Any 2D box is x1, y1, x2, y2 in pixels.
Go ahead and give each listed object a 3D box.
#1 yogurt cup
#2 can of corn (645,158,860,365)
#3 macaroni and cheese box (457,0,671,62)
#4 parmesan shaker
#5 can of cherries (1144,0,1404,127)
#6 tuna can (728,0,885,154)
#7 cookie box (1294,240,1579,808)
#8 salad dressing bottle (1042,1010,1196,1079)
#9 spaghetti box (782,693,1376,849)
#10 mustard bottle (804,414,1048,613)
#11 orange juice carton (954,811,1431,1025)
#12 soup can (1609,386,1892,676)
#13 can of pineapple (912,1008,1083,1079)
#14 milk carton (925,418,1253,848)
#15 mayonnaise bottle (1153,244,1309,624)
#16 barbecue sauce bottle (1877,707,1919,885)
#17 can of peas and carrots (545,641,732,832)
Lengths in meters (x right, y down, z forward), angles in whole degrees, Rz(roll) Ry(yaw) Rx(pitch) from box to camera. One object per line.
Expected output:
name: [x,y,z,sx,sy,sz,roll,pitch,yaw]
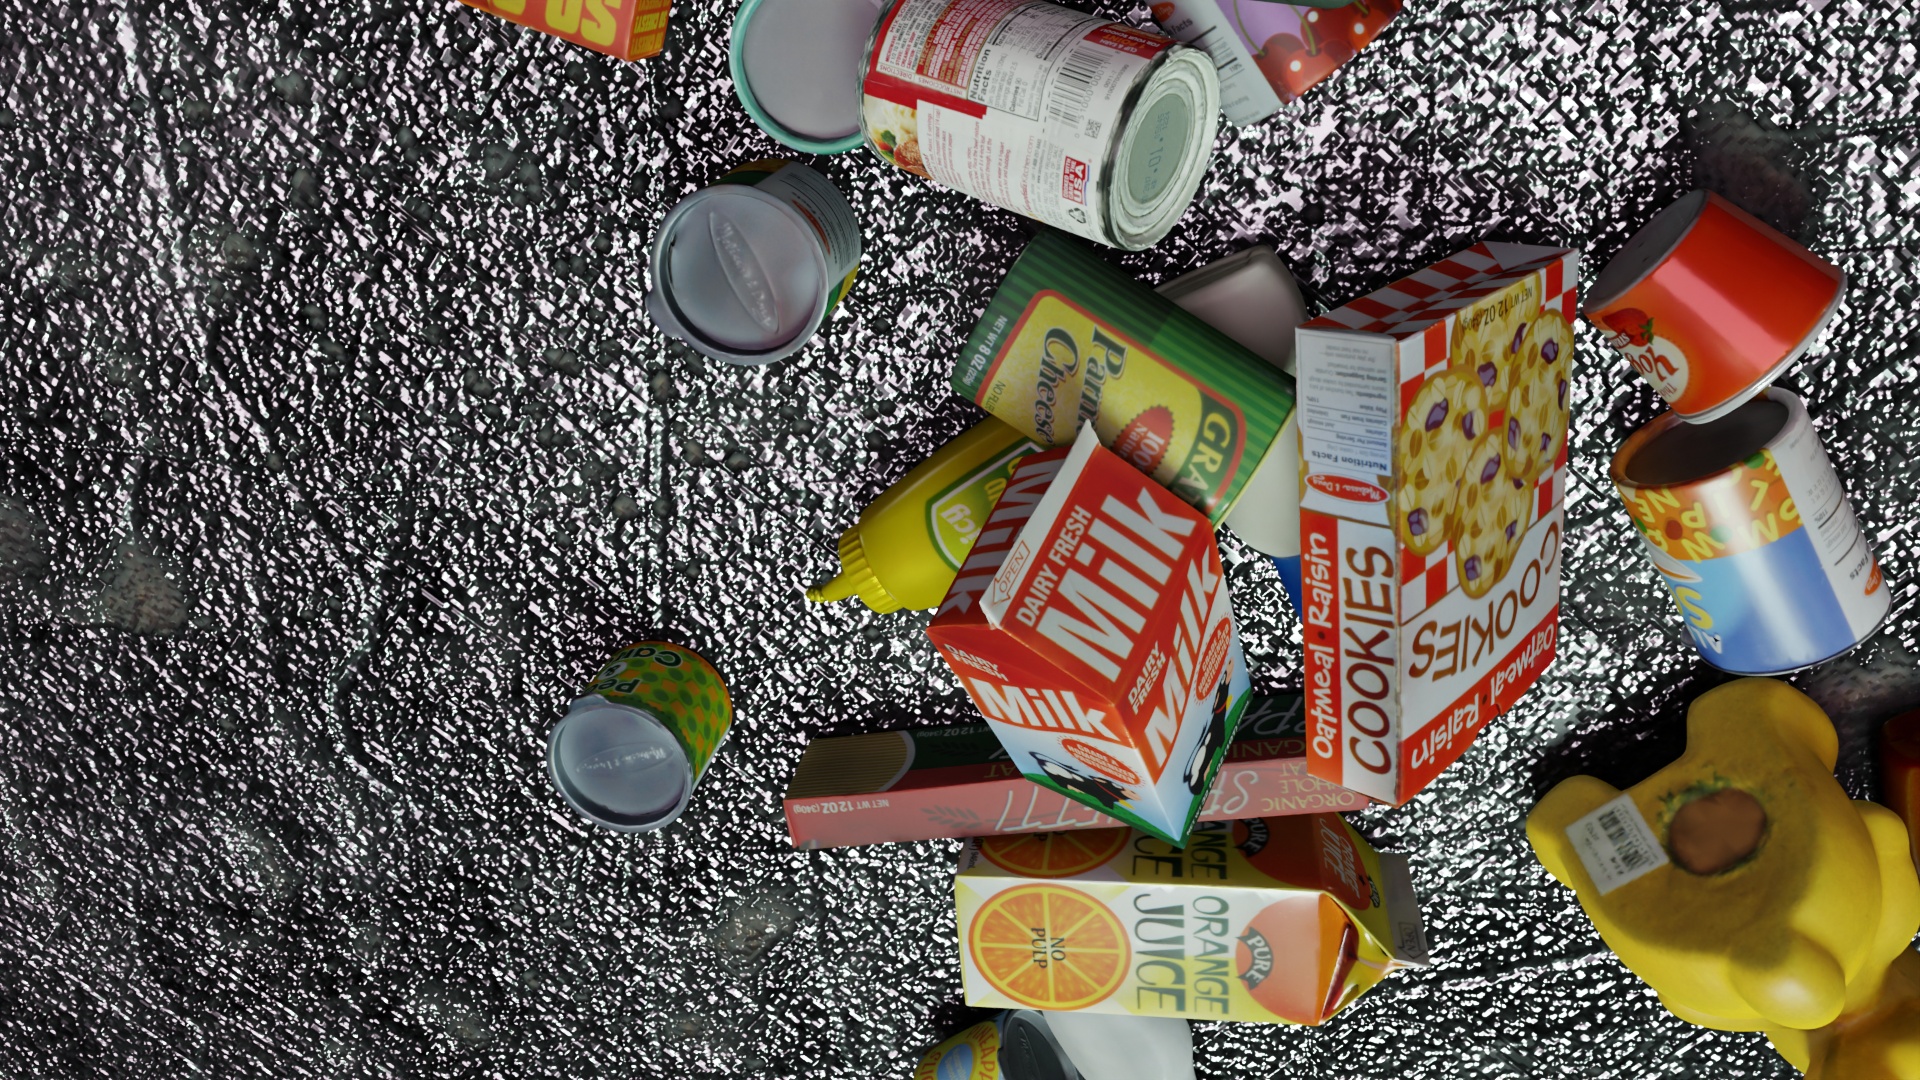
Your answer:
yogurt cup: [0.253,-0.082,0.473,0.054,0.073,0.072,39,115,0]
can of corn: [-0.077,-0.105,0.521,0.071,0.058,0.070,4,115,8]
macaroni and cheese box: [-0.148,-0.265,0.472,0.124,0.040,0.165,20,116,2]
parmesan shaker: [0.055,-0.051,0.478,0.103,0.071,0.071,32,116,3]
can of cherries: [0.103,-0.180,0.453,0.071,0.072,0.058,-35,105,22]
tuna can: [-0.049,-0.172,0.501,0.071,0.033,0.070,4,114,8]
cookie box: [0.169,-0.008,0.488,0.040,0.123,0.166,16,122,43]
salad dressing bottle: [0.089,0.252,0.661,0.064,0.044,0.147,-10,118,39]
spaghetti box: [0.049,0.099,0.596,0.250,0.050,0.028,-7,114,13]
mustard bottle: [0.002,-0.007,0.557,0.160,0.049,0.065,-29,104,20]
orange juice carton: [0.098,0.155,0.601,0.193,0.072,0.072,0,115,10]
soup can: [0.281,-0.003,0.502,0.071,0.072,0.083,-28,106,20]
can of pineapple: [0.018,0.264,0.667,0.057,0.071,0.071,-34,105,22]
milk carton: [0.048,0.036,0.488,0.073,0.072,0.189,20,158,26]
mayonnaise bottle: [0.119,-0.034,0.530,0.064,0.041,0.147,-21,110,23]
barbecue sauce bottle: [0.410,0.135,0.554,0.065,0.044,0.148,-14,112,16]
can of peas and carrots: [-0.143,0.084,0.618,0.071,0.059,0.070,4,114,8]
